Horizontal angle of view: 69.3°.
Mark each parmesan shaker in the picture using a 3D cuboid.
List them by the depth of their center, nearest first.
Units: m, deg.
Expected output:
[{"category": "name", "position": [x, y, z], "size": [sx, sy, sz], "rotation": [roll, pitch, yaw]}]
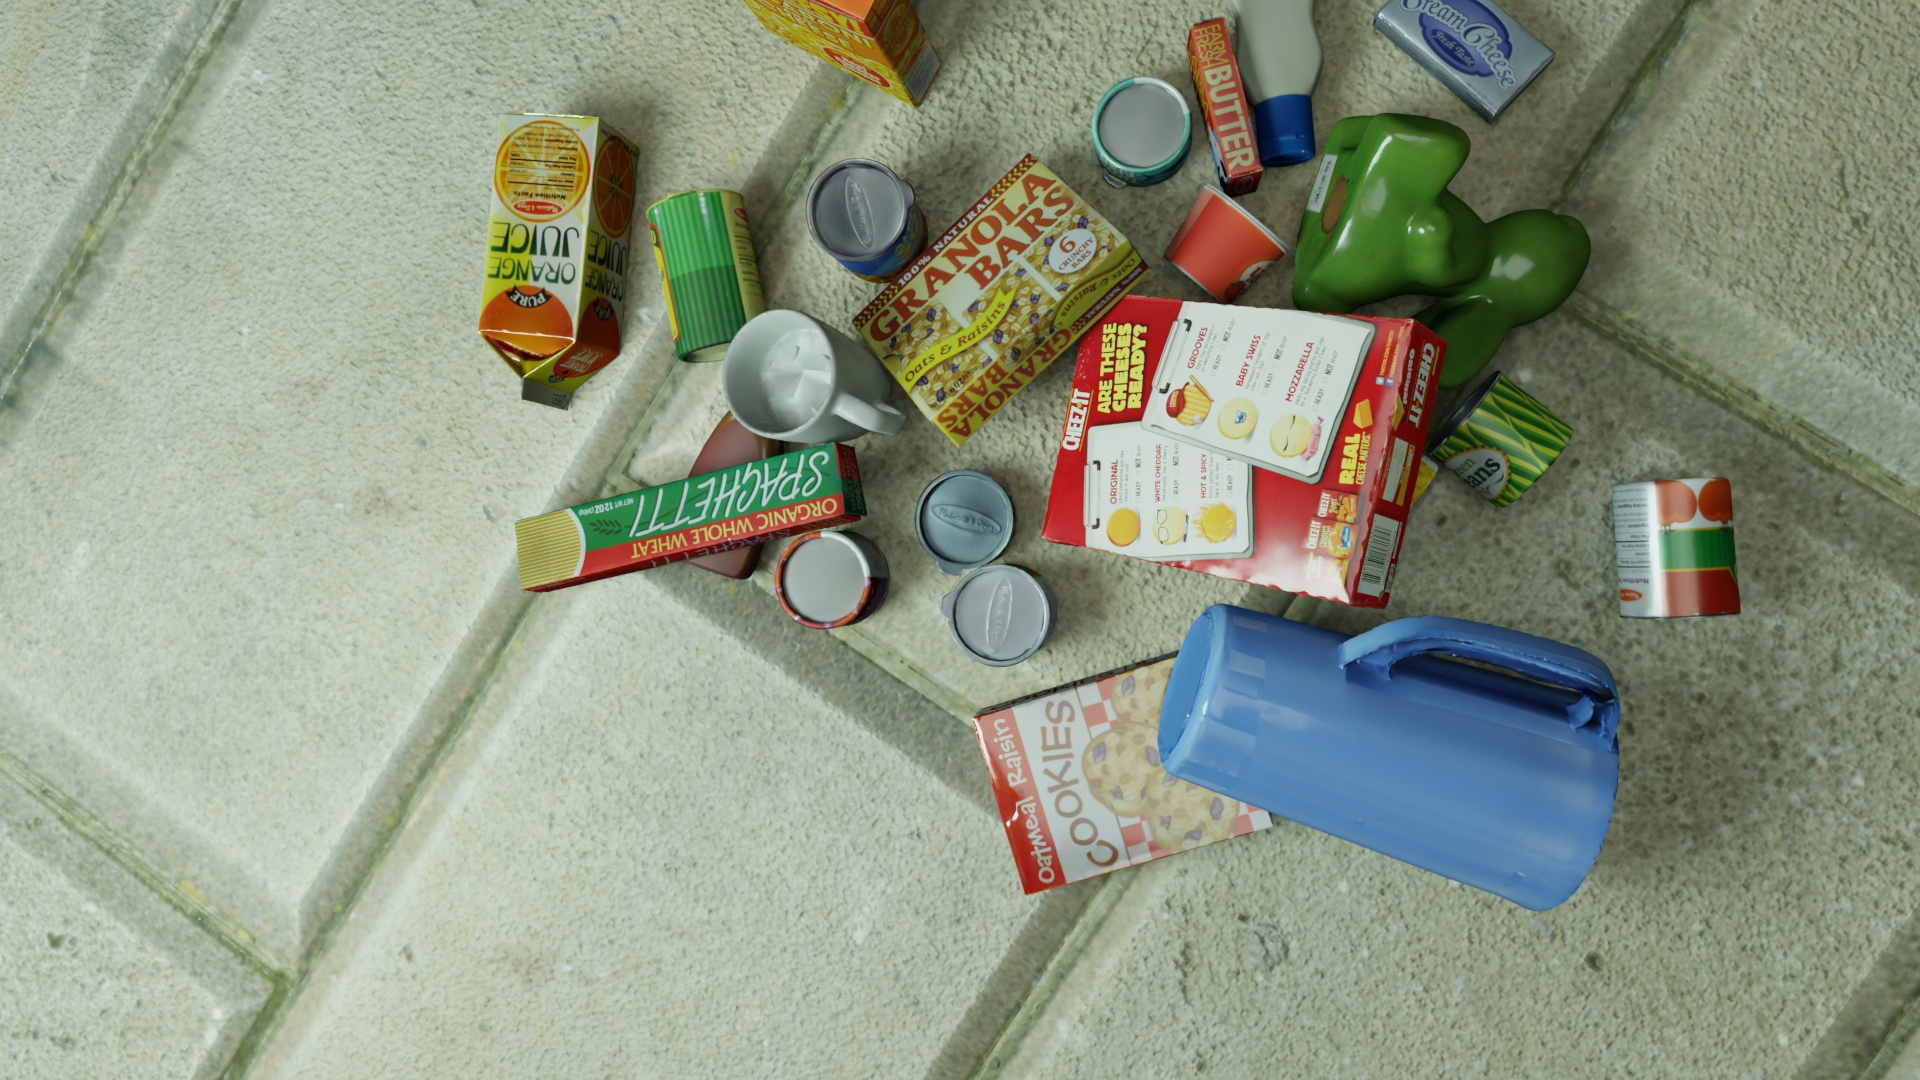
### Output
[{"category": "parmesan shaker", "position": [-0.170, -0.177, 0.939], "size": [0.071, 0.071, 0.103], "rotation": [-12, 88, 8]}]

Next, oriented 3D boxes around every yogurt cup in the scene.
[{"category": "yogurt cup", "position": [0.168, -0.187, 0.893], "size": [0.072, 0.072, 0.054], "rotation": [41, 104, 7]}]

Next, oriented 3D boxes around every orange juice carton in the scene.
[{"category": "orange juice carton", "position": [-0.277, -0.188, 0.955], "size": [0.073, 0.072, 0.192], "rotation": [6, 90, 9]}]

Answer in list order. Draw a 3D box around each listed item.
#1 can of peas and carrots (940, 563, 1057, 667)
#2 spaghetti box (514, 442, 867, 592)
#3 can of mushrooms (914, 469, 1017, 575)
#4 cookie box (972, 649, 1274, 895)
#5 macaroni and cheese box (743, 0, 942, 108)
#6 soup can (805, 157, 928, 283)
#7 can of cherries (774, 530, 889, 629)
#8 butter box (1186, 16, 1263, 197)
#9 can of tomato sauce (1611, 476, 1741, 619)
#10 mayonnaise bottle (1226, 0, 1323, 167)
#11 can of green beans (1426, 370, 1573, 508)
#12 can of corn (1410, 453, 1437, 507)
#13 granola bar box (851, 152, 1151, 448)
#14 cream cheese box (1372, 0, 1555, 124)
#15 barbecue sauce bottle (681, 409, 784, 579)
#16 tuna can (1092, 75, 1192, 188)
[{"category": "can of peas and carrots", "position": [0.026, 0.048, 0.914], "size": [0.071, 0.059, 0.071], "rotation": [0, 90, 9]}, {"category": "spaghetti box", "position": [-0.182, -0.014, 0.917], "size": [0.250, 0.028, 0.050], "rotation": [-12, 80, 18]}, {"category": "can of mushrooms", "position": [0.003, -0.012, 0.931], "size": [0.071, 0.033, 0.071], "rotation": [0, 90, 8]}, {"category": "cookie box", "position": [0.105, 0.148, 0.910], "size": [0.167, 0.040, 0.123], "rotation": [-18, 87, 8]}, {"category": "macaroni and cheese box", "position": [-0.086, -0.340, 0.879], "size": [0.124, 0.166, 0.040], "rotation": [29, 95, 8]}, {"category": "soup can", "position": [-0.057, -0.209, 0.916], "size": [0.071, 0.084, 0.071], "rotation": [0, 90, 9]}, {"category": "can of cherries", "position": [-0.087, 0.028, 0.931], "size": [0.071, 0.058, 0.071], "rotation": [0, 89, 8]}, {"category": "butter box", "position": [0.170, -0.278, 0.898], "size": [0.024, 0.053, 0.103], "rotation": [-14, 88, 7]}, {"category": "can of tomato sauce", "position": [0.438, 0.005, 0.849], "size": [0.071, 0.071, 0.083], "rotation": [-4, 89, 9]}, {"category": "mayonnaise bottle", "position": [0.205, -0.320, 0.900], "size": [0.065, 0.041, 0.148], "rotation": [-5, 90, 10]}, {"category": "can of green beans", "position": [0.335, -0.062, 0.865], "size": [0.058, 0.071, 0.071], "rotation": [40, 96, 6]}, {"category": "can of corn", "position": [0.255, -0.038, 0.876], "size": [0.058, 0.071, 0.071], "rotation": [39, 95, 6]}, {"category": "granola bar box", "position": [0.022, -0.158, 0.896], "size": [0.165, 0.039, 0.124], "rotation": [-42, 49, 6]}, {"category": "cream cheese box", "position": [0.321, -0.321, 0.890], "size": [0.104, 0.024, 0.053], "rotation": [44, 95, 6]}, {"category": "barbecue sauce bottle", "position": [-0.150, -0.052, 0.949], "size": [0.065, 0.043, 0.148], "rotation": [19, 92, 12]}, {"category": "tuna can", "position": [0.118, -0.268, 0.916], "size": [0.071, 0.033, 0.071], "rotation": [0, 89, 8]}]
